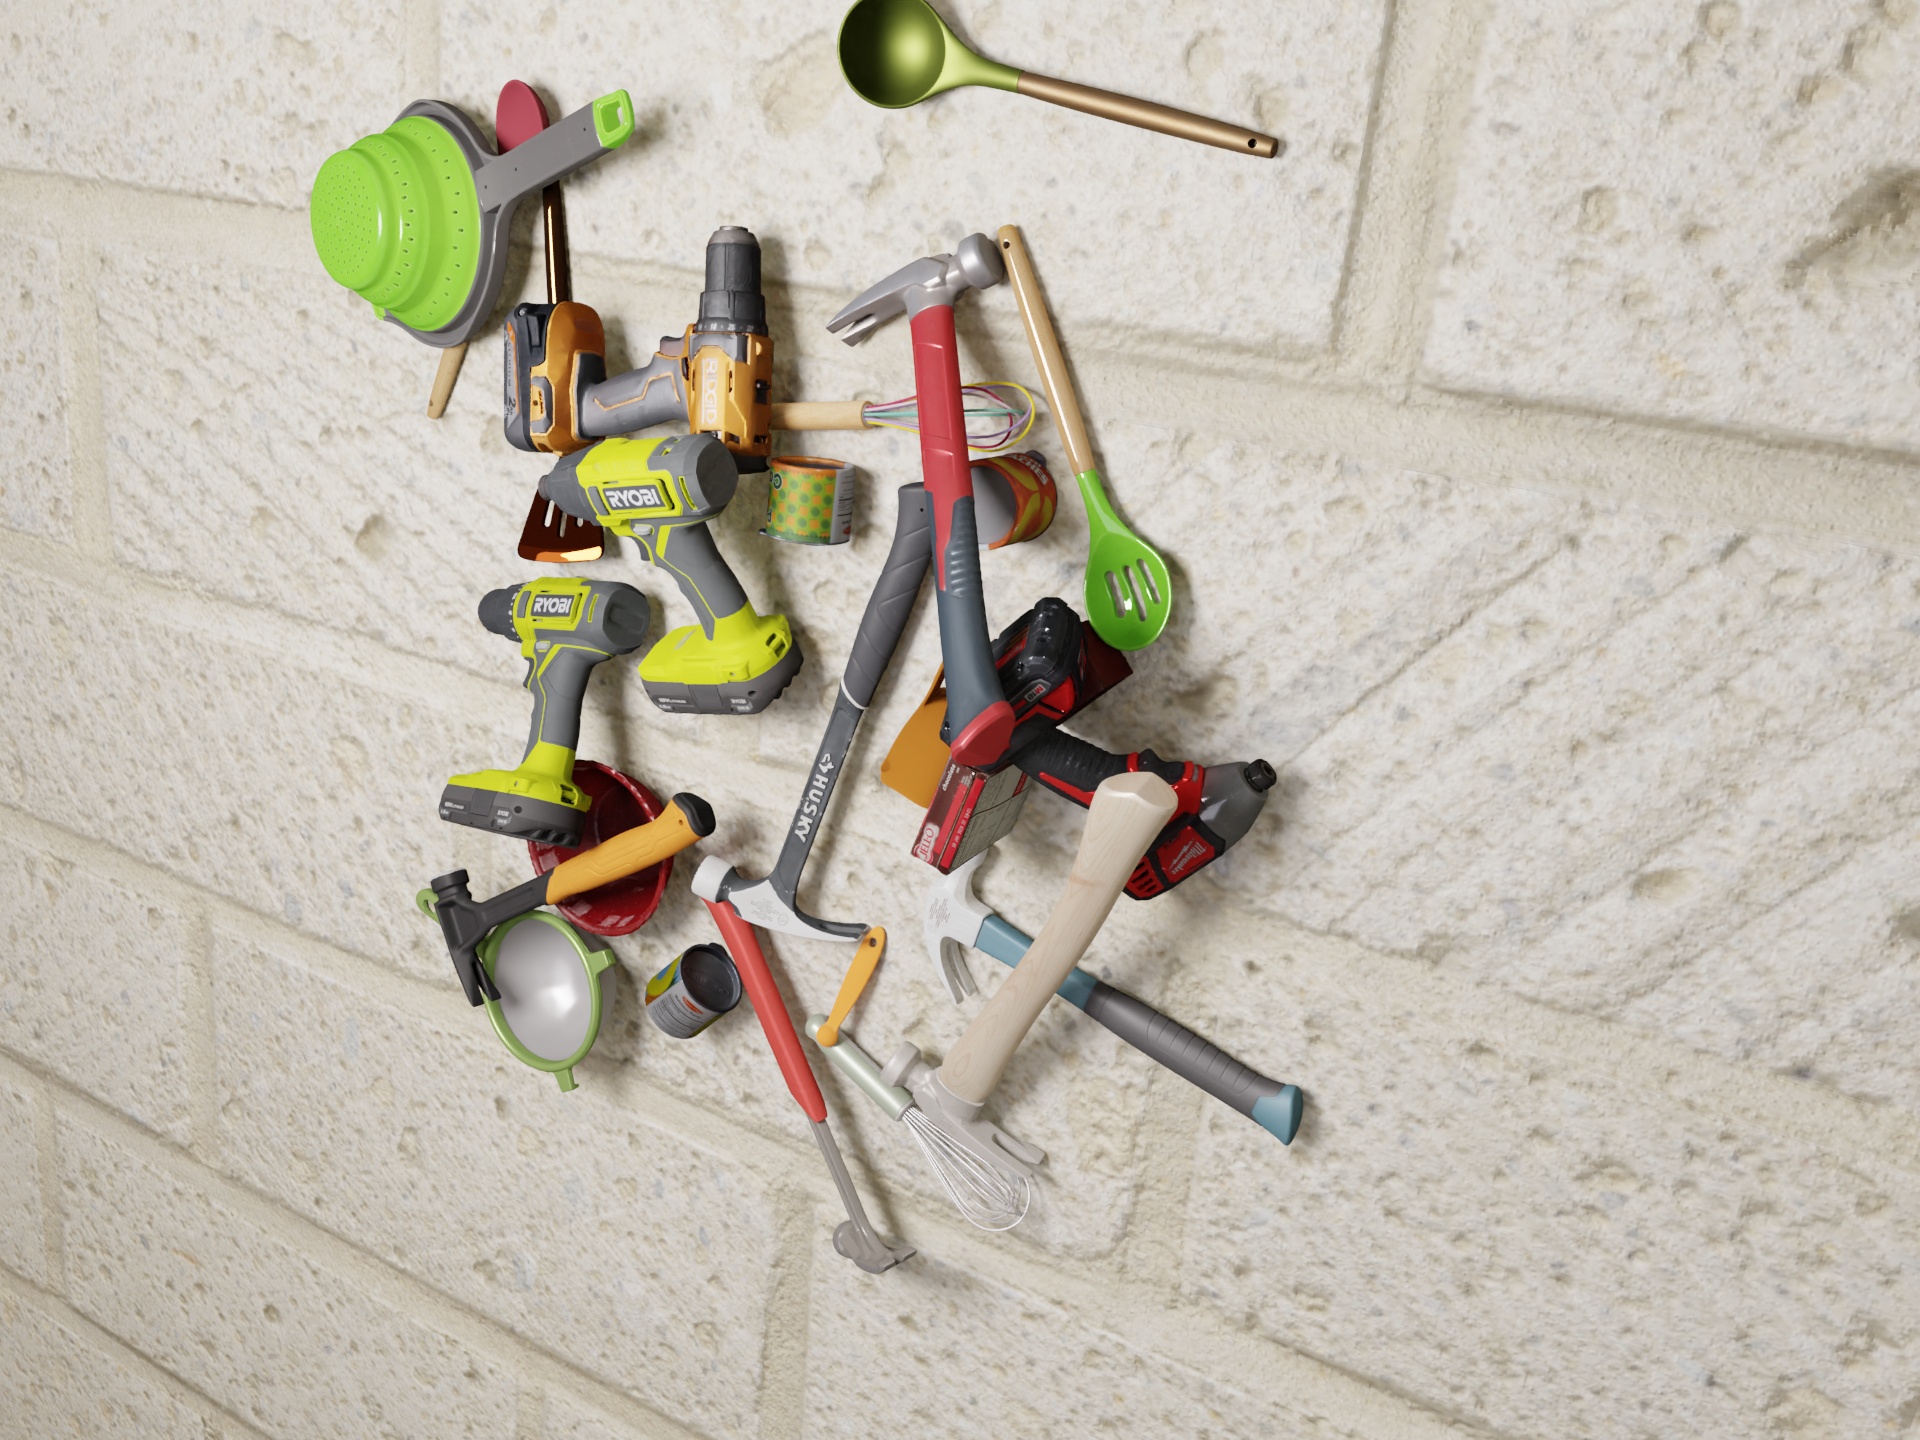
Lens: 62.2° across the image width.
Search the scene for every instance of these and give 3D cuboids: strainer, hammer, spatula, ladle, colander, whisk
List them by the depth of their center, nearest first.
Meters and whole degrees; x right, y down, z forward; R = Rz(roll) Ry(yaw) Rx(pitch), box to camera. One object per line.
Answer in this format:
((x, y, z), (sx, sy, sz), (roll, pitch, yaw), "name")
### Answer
((0.059, -0.423, 1.067), (0.320, 0.062, 0.078), (23, 116, 21), "ladle")
((-0.020, -0.148, 1.086), (0.143, 0.038, 0.387), (-21, 62, 31), "hammer")
((0.066, 0.190, 1.164), (0.146, 0.038, 0.410), (35, 132, 9), "hammer")
((-0.052, -0.226, 1.190), (0.245, 0.051, 0.047), (6, 111, 32), "whisk")
((0.112, 0.216, 1.210), (0.331, 0.033, 0.128), (29, 114, 21), "hammer")
((-0.086, -0.002, 1.260), (0.149, 0.036, 0.408), (25, 112, 6), "hammer")
((-0.416, -0.427, 1.284), (0.397, 0.094, 0.204), (-9, 94, 40), "colander")
((-0.040, 0.330, 1.325), (0.246, 0.057, 0.059), (40, 84, 19), "whisk")
((-0.339, -0.296, 1.339), (0.081, 0.041, 0.322), (2, 103, 13), "spatula")
((-0.139, 0.292, 1.346), (0.359, 0.036, 0.149), (66, 157, 5), "hammer")
((-0.410, -0.394, 1.365), (0.069, 0.031, 0.315), (44, 122, 25), "ladle")
((-0.335, 0.144, 1.381), (0.337, 0.034, 0.127), (-25, 81, 31), "hammer")
((-0.410, 0.221, 1.498), (0.256, 0.069, 0.151), (29, 110, 28), "strainer")

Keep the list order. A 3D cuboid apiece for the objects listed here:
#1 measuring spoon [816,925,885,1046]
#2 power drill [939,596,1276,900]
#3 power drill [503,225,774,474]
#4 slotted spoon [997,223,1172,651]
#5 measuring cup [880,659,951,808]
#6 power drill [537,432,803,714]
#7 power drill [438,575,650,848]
((-0.093, 0.223, 1.328), (0.021, 0.011, 0.117), (32, 102, 26), "measuring spoon")
((0.105, 0.024, 1.100), (0.219, 0.079, 0.143), (39, 124, -18), "power drill")
((-0.247, -0.289, 1.247), (0.226, 0.084, 0.185), (7, 99, 25), "power drill")
((0.082, -0.201, 1.127), (0.070, 0.031, 0.314), (-18, 91, 32), "slotted spoon")
((-0.002, -0.004, 1.175), (0.052, 0.095, 0.173), (35, 133, 11), "measuring cup")
((-0.226, -0.116, 1.245), (0.171, 0.080, 0.223), (1, 128, 30), "power drill")
((-0.369, -0.015, 1.369), (0.191, 0.080, 0.228), (5, 78, 38), "power drill")
